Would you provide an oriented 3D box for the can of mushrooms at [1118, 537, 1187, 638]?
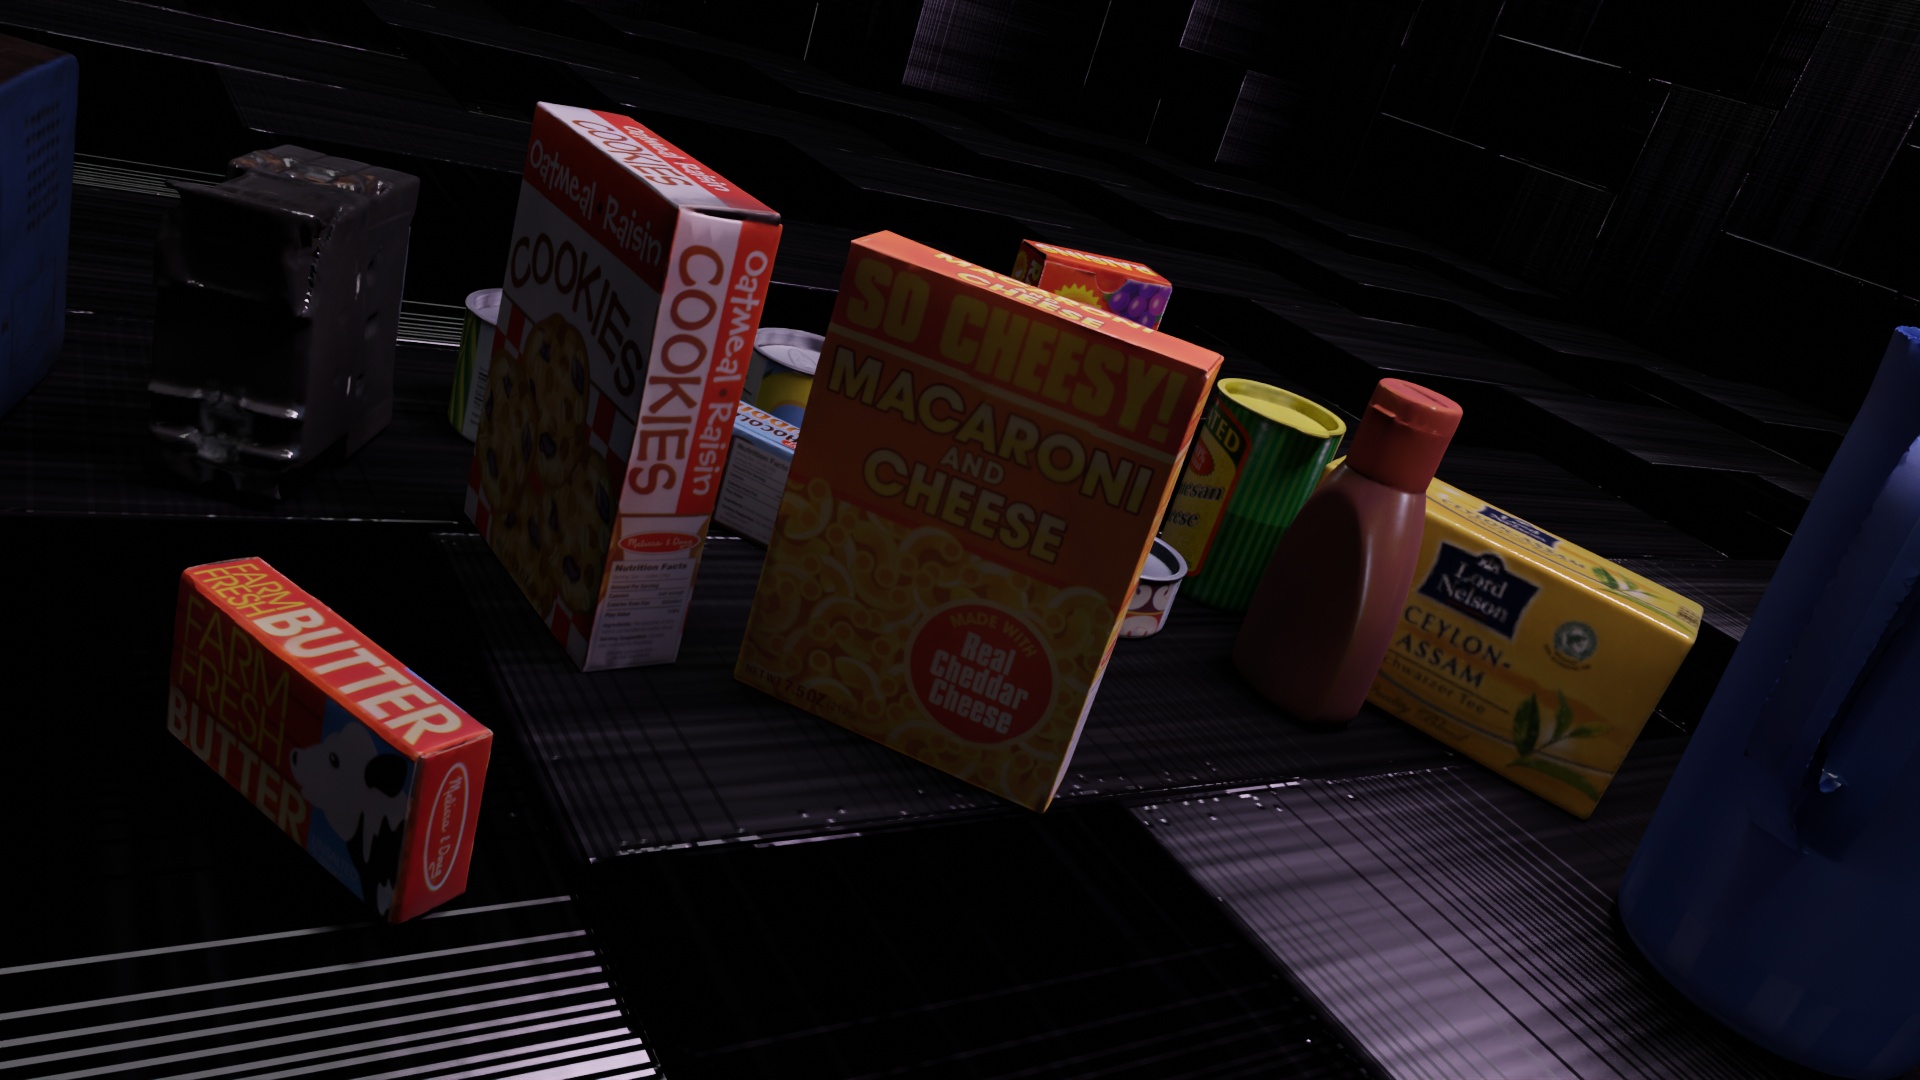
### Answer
[{"bbox_3d":[0.067,0.015,0.650,0.071,0.033,0.071,15,22,-6],"label":"can of mushrooms"}]

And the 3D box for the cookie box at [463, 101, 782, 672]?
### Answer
[{"bbox_3d":[-0.126,-0.057,0.496,0.040,0.166,0.123,-1,29,-40],"label":"cookie box"}]

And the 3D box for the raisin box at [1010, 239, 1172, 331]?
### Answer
[{"bbox_3d":[0.060,-0.104,0.804,0.086,0.123,0.040,7,24,-26],"label":"raisin box"}]

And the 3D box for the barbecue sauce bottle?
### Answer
[{"bbox_3d":[0.169,0.004,0.601,0.044,0.148,0.065,3,27,-34],"label":"barbecue sauce bottle"}]

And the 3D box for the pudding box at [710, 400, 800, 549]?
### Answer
[{"bbox_3d":[-0.095,-0.032,0.615,0.084,0.049,0.030,25,23,16],"label":"pudding box"}]

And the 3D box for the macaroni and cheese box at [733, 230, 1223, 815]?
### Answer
[{"bbox_3d":[0.002,-0.006,0.475,0.124,0.165,0.040,22,22,10],"label":"macaroni and cheese box"}]

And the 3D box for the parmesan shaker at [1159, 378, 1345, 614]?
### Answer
[{"bbox_3d":[0.144,-0.021,0.701,0.071,0.102,0.071,15,22,-6],"label":"parmesan shaker"}]

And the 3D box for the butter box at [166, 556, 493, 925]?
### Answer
[{"bbox_3d":[-0.169,0.050,0.366,0.103,0.053,0.024,29,24,25],"label":"butter box"}]

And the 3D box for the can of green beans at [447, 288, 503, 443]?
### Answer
[{"bbox_3d":[-0.195,-0.076,0.633,0.071,0.057,0.071,15,22,-6],"label":"can of green beans"}]

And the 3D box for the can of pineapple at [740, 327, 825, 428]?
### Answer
[{"bbox_3d":[-0.080,-0.068,0.701,0.071,0.057,0.071,15,22,-6],"label":"can of pineapple"}]
